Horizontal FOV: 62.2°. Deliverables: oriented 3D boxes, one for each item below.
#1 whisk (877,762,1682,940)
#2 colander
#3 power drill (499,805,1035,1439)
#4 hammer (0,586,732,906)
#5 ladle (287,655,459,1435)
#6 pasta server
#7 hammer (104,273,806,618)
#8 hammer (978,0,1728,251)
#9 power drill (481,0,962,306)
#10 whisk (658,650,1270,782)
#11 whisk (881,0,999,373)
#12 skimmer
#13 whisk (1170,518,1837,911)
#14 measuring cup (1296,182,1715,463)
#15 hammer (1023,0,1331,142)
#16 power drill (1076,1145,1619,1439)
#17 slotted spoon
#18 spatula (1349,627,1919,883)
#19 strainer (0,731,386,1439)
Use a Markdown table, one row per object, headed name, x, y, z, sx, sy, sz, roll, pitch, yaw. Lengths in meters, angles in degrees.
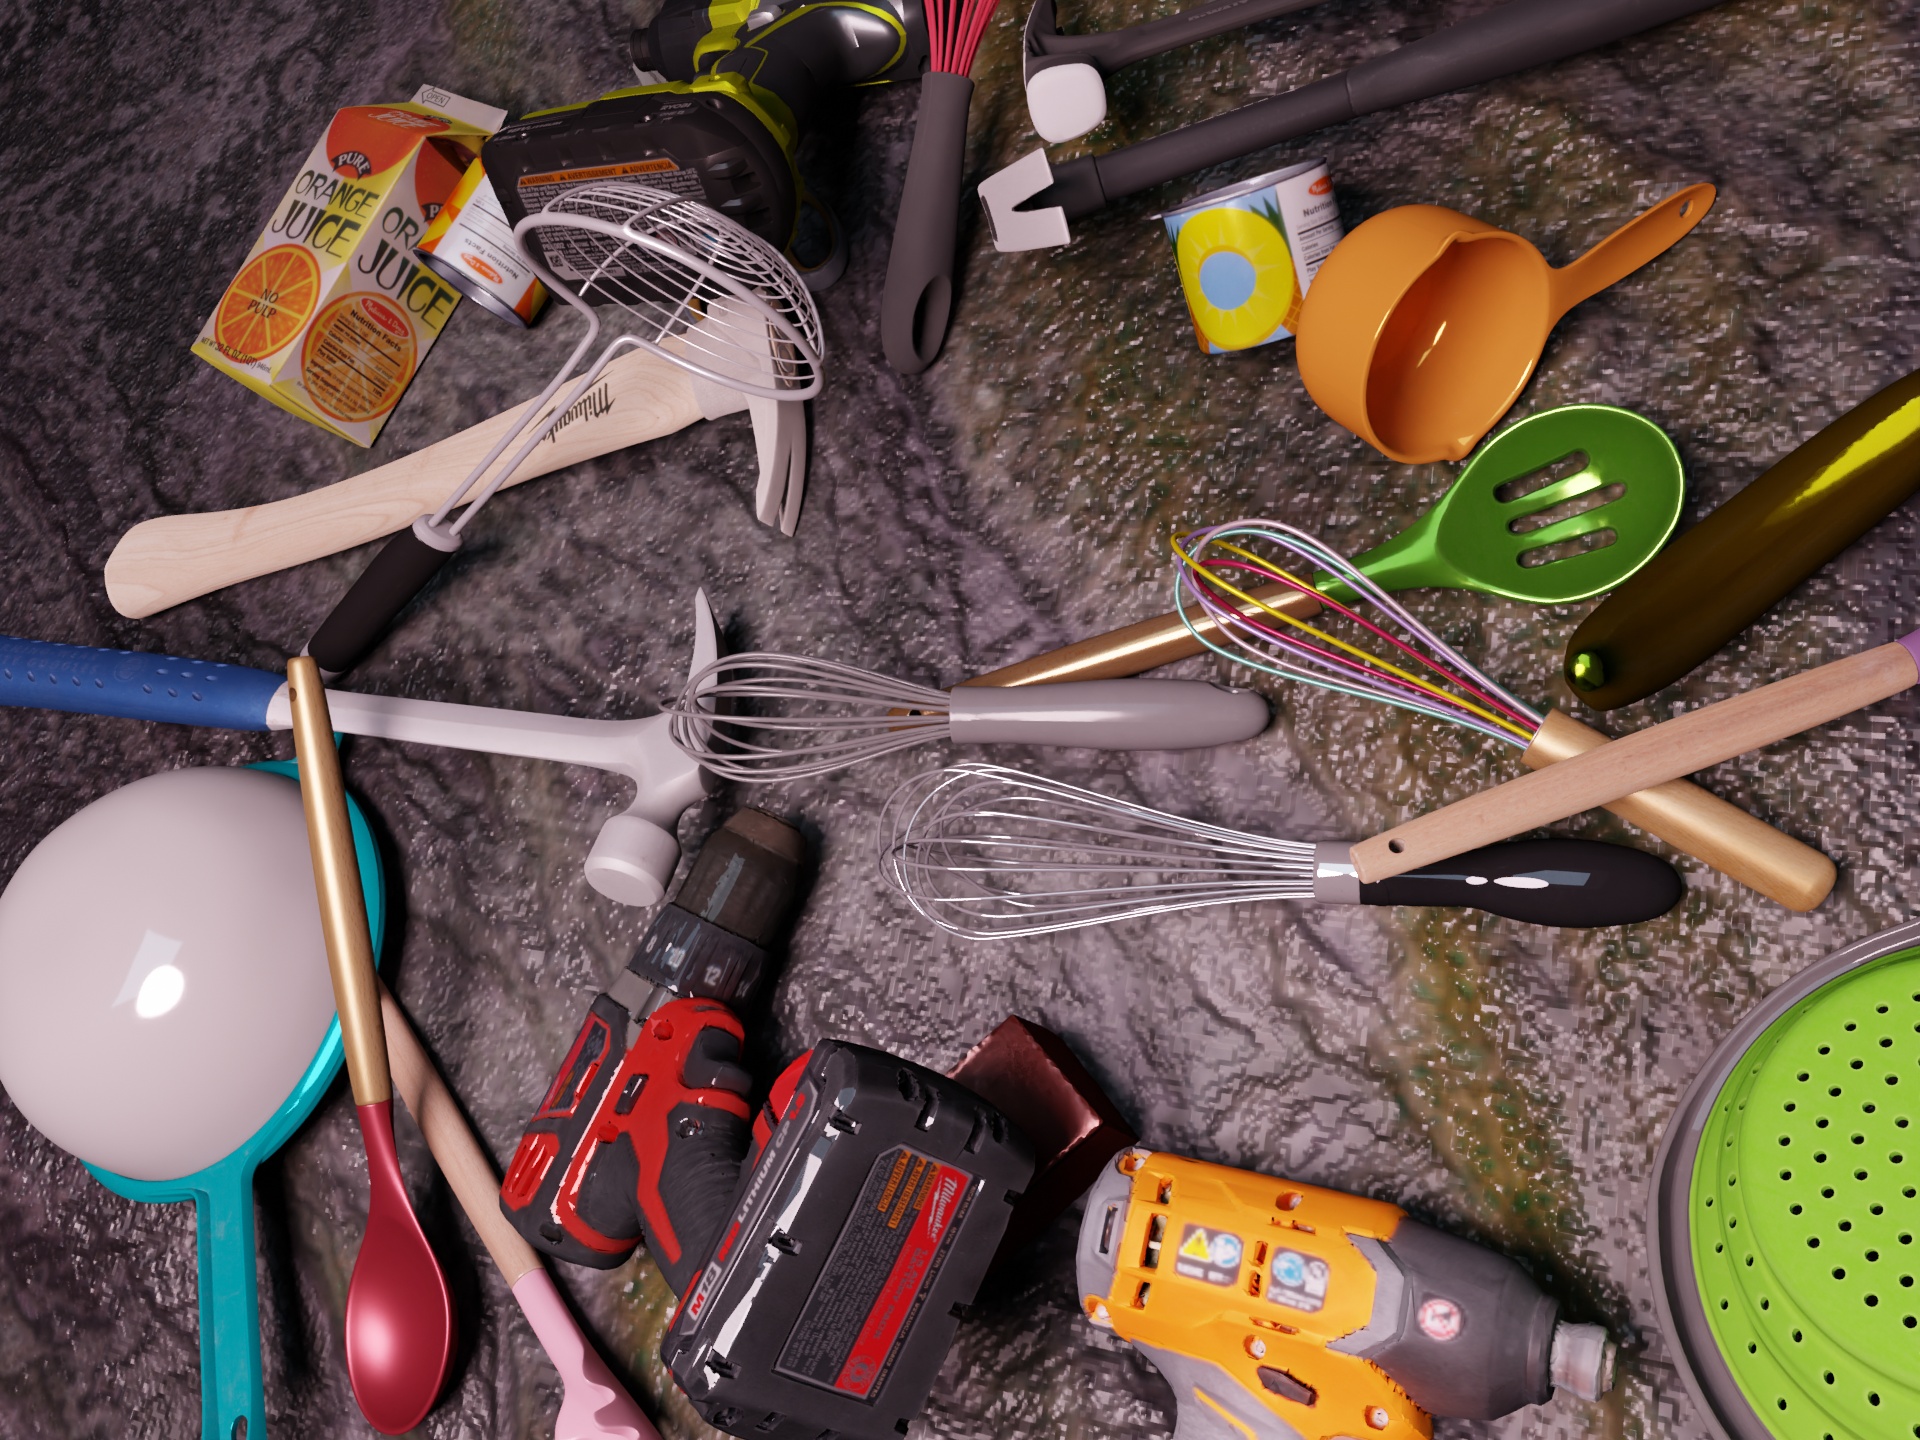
| name | x | y | z | sx | sy | sz | roll | pitch | yaw |
| --- | --- | --- | --- | --- | --- | --- | --- | --- | --- |
| whisk | 0.103 | 0.054 | 0.570 | 0.284 | 0.070 | 0.070 | 2 | 73 | 19 |
| colander | 0.226 | 0.194 | 0.400 | 0.205 | 0.094 | 0.397 | 26 | 82 | 50 |
| power drill | -0.073 | 0.130 | 0.565 | 0.227 | 0.080 | 0.188 | 11 | 71 | 57 |
| hammer | -0.292 | -0.010 | 0.715 | 0.405 | 0.035 | 0.144 | 6 | 54 | 17 |
| ladle | -0.245 | 0.130 | 0.650 | 0.069 | 0.031 | 0.315 | -8 | 91 | 34 |
| pasta server | -0.195 | 0.209 | 0.650 | 0.316 | 0.040 | 0.060 | 47 | 127 | 31 |
| hammer | -0.264 | -0.110 | 0.790 | 0.410 | 0.038 | 0.146 | -15 | 75 | 20 |
| hammer | 0.168 | -0.250 | 0.623 | 0.335 | 0.146 | 0.035 | -16 | 107 | 10 |
| power drill | -0.113 | -0.281 | 0.727 | 0.171 | 0.080 | 0.223 | 2 | 45 | 23 |
| whisk | -0.001 | -0.003 | 0.617 | 0.239 | 0.055 | 0.055 | 0 | 72 | 9 |
| whisk | -0.003 | -0.301 | 0.698 | 0.073 | 0.073 | 0.296 | 12 | 98 | 26 |
| skimmer | -0.198 | -0.094 | 0.680 | 0.363 | 0.127 | 0.090 | -36 | 41 | 33 |
| whisk | 0.176 | -0.004 | 0.545 | 0.245 | 0.047 | 0.051 | 32 | 87 | 18 |
| measuring cup | 0.202 | -0.167 | 0.598 | 0.173 | 0.095 | 0.052 | -32 | 44 | -13 |
| hammer | 0.189 | -0.318 | 0.655 | 0.337 | 0.034 | 0.127 | -12 | 37 | 13 |
| power drill | 0.100 | 0.256 | 0.477 | 0.164 | 0.084 | 0.227 | 4 | 70 | 31 |
| slotted spoon | 0.112 | -0.044 | 0.612 | 0.314 | 0.031 | 0.070 | -18 | 83 | 19 |
| spatula | 0.275 | -0.007 | 0.503 | 0.316 | 0.018 | 0.060 | -20 | 67 | 2 |
| strainer | -0.351 | 0.154 | 0.685 | 0.211 | 0.095 | 0.341 | -31 | 56 | 14 |
